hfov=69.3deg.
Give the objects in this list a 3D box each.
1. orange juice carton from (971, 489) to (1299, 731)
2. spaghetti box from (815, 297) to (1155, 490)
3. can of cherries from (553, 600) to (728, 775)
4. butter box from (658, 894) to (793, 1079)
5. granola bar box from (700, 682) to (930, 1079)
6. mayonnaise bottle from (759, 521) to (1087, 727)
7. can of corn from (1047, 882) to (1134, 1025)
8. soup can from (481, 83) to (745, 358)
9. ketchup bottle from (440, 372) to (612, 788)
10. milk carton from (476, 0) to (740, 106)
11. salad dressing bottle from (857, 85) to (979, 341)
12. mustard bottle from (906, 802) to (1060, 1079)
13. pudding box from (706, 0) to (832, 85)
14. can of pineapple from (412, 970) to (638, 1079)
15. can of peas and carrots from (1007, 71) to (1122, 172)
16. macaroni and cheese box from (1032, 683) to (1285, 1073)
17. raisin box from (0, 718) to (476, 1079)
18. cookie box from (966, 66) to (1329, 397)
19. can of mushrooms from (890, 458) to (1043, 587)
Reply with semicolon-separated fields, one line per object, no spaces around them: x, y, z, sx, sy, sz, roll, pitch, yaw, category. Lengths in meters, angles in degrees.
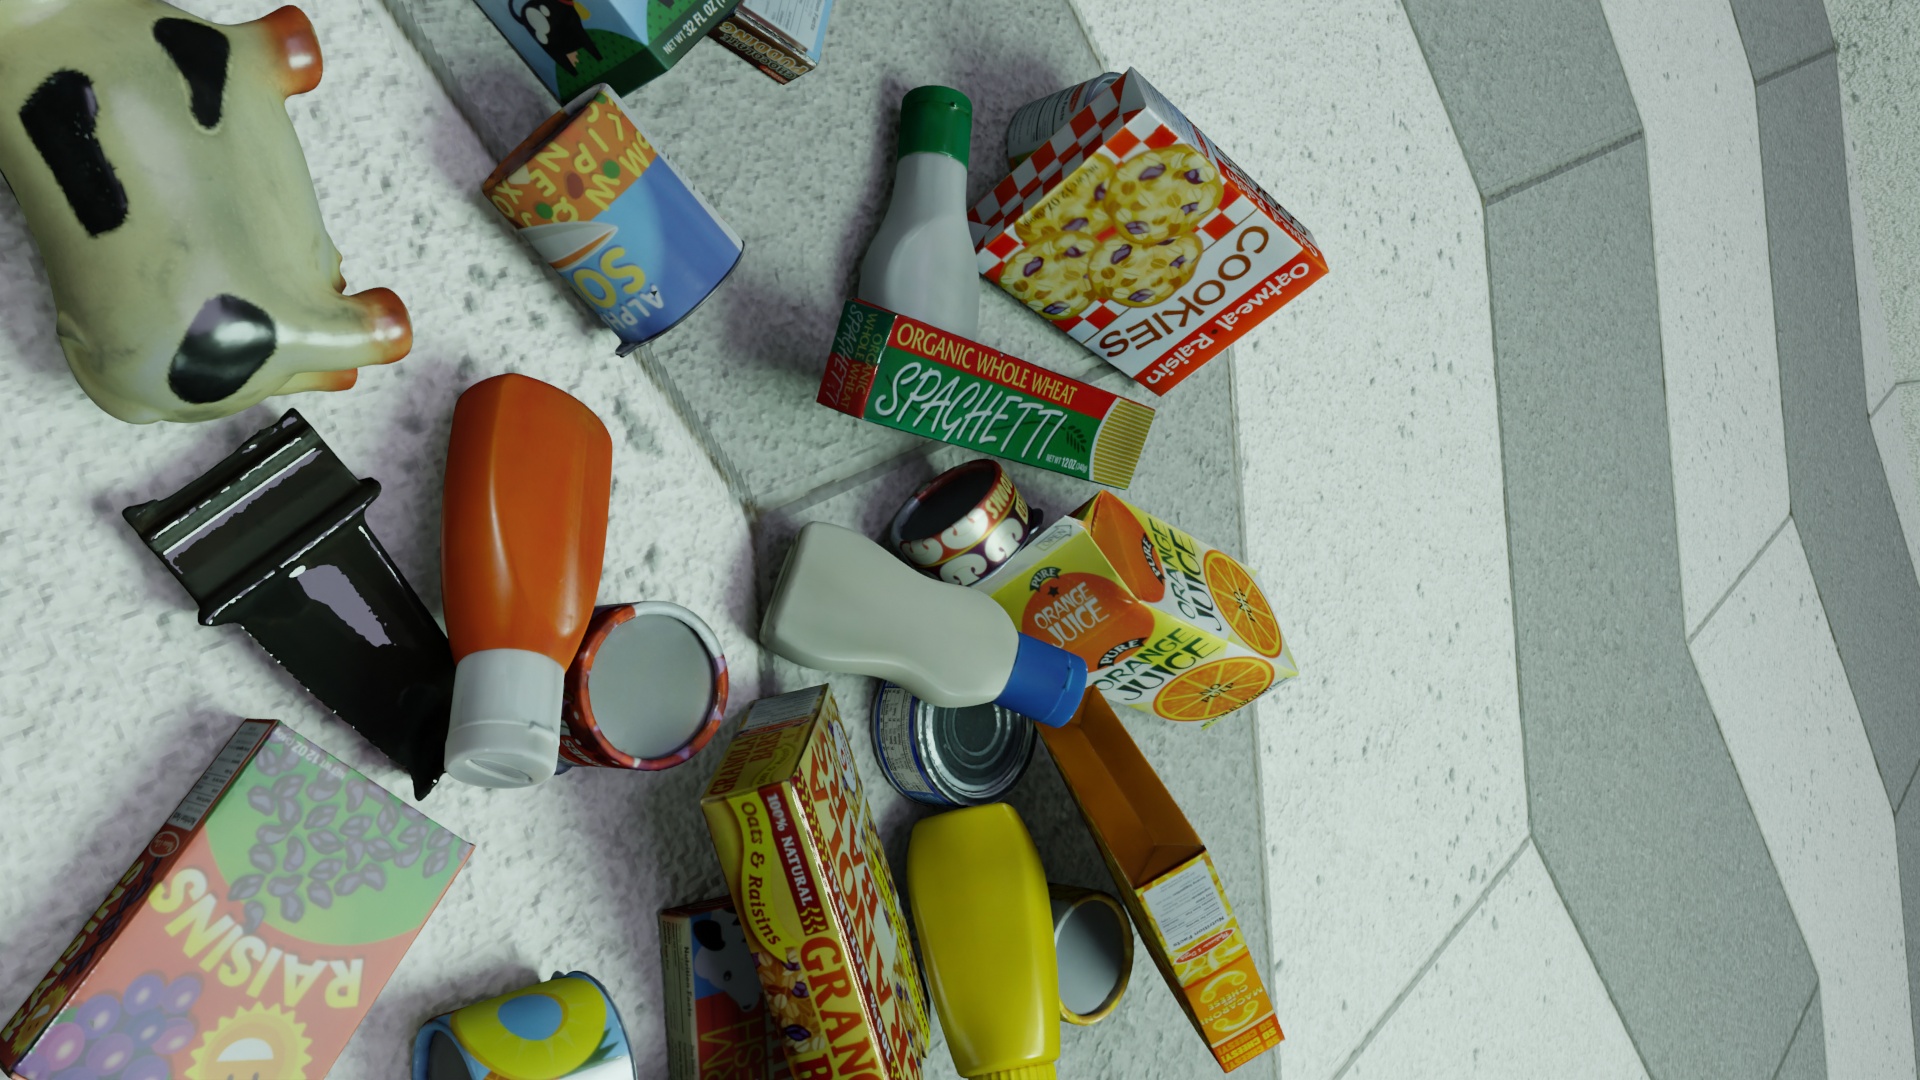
0.091;0.036;0.735;0.192;0.071;0.073;24;40;-42;orange juice carton
0.023;-0.066;0.686;0.250;0.029;0.050;9;101;-56;spaghetti box
-0.135;0.060;0.549;0.071;0.058;0.071;6;82;-43;can of cherries
-0.098;0.205;0.593;0.053;0.024;0.103;-2;87;-43;butter box
-0.054;0.156;0.579;0.124;0.039;0.165;-82;156;-79;granola bar box
-0.014;0.045;0.640;0.148;0.041;0.065;23;66;-15;mayonnaise bottle
0.048;0.208;0.706;0.071;0.058;0.071;5;83;-43;can of corn
-0.140;-0.128;0.558;0.083;0.071;0.072;49;56;-28;soup can
-0.160;0.014;0.505;0.064;0.043;0.149;39;38;-49;ketchup bottle
-0.174;-0.267;0.535;0.190;0.073;0.073;51;55;-27;milk carton
-0.017;-0.152;0.693;0.064;0.044;0.148;16;74;-41;salad dressing bottle
0.015;0.206;0.643;0.048;0.065;0.161;62;16;-65;mustard bottle
-0.084;-0.264;0.649;0.049;0.030;0.084;23;71;-39;pudding box
-0.160;0.197;0.508;0.058;0.071;0.071;-5;90;-43;can of pineapple
0.070;-0.217;0.771;0.071;0.058;0.071;4;84;-44;can of peas and carrots
0.099;0.170;0.696;0.040;0.124;0.165;-28;127;-3;macaroni and cheese box
-0.235;0.133;0.460;0.086;0.040;0.124;47;57;-31;raisin box
0.101;-0.159;0.750;0.167;0.122;0.040;27;38;-39;cookie box
0.002;-0.008;0.678;0.033;0.071;0.071;54;53;-24;can of mushrooms
